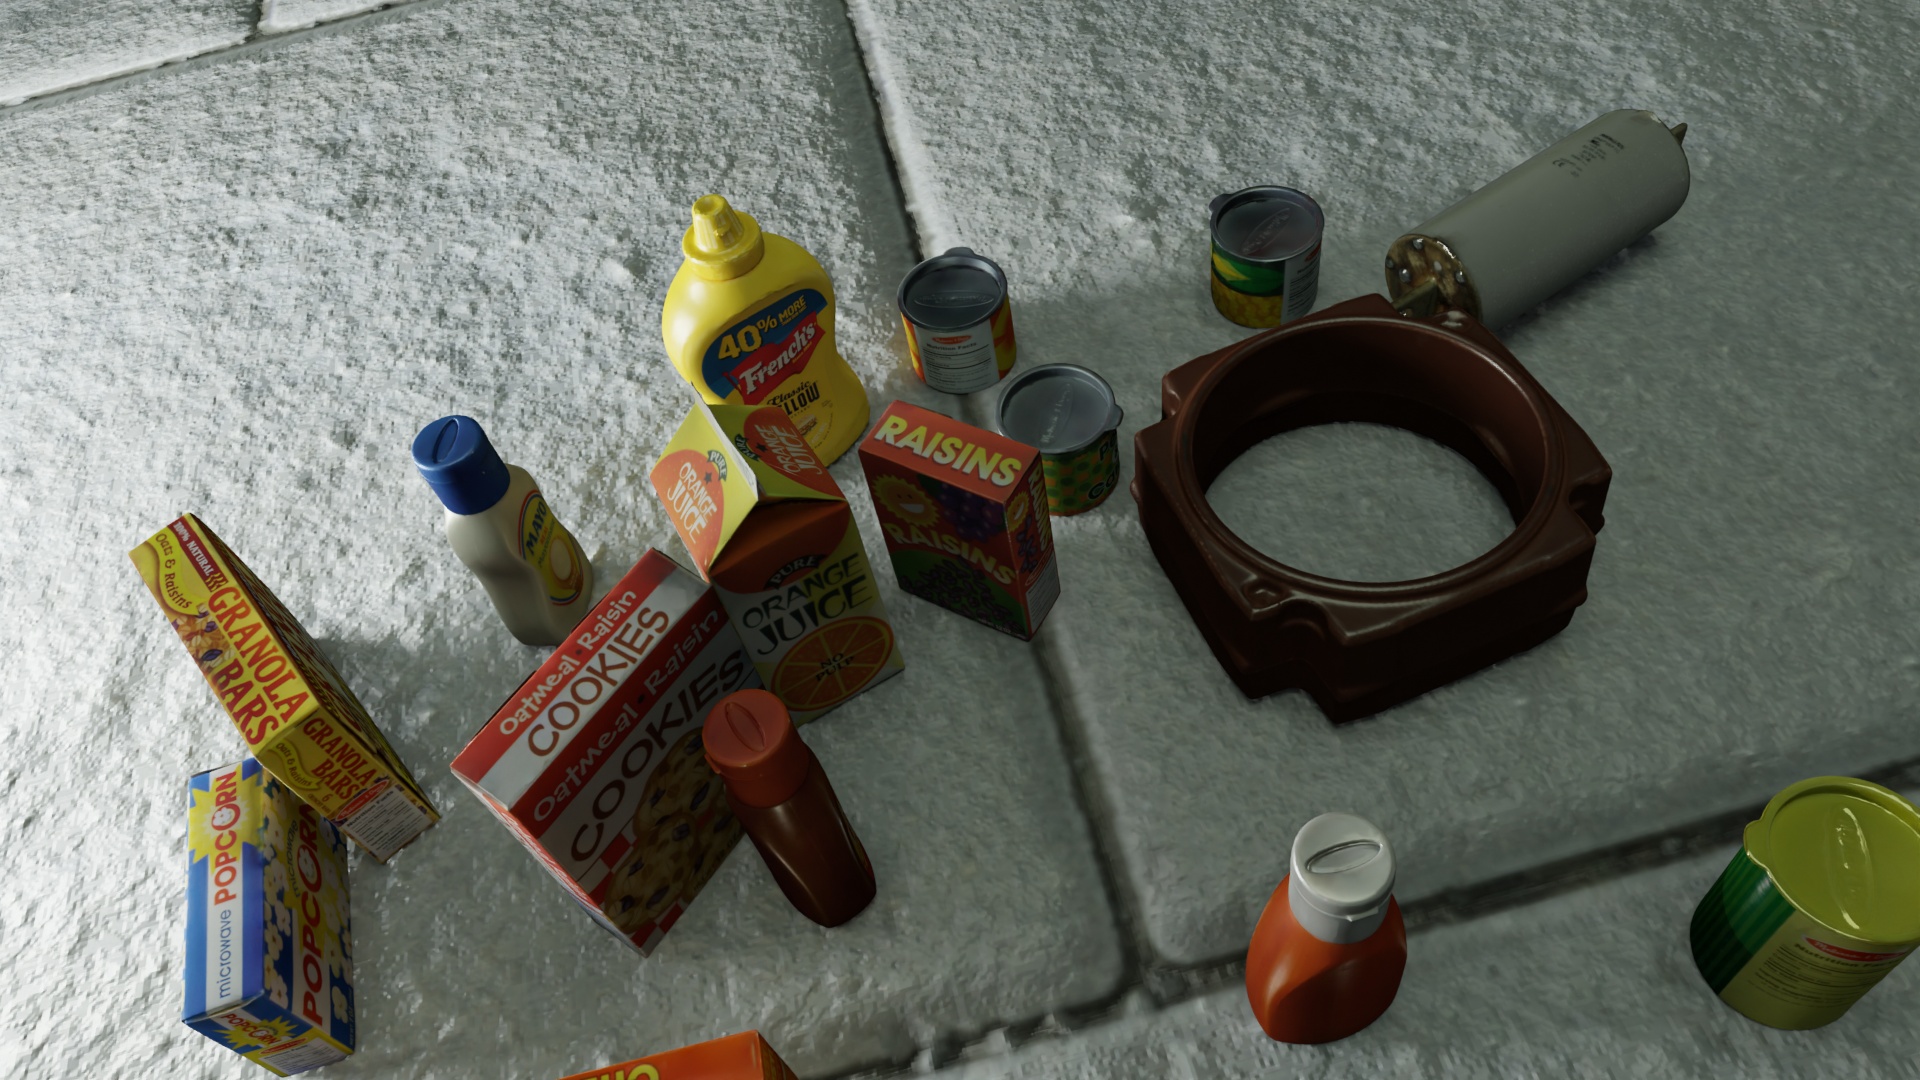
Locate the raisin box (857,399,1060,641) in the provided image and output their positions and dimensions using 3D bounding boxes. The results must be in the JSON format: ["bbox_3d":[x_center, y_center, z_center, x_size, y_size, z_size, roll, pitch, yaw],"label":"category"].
[{"bbox_3d":[0.003,-0.009,0.712,0.086,0.122,0.040,22,61,24],"label":"raisin box"}]

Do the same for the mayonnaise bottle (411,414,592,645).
[{"bbox_3d":[-0.241,-0.005,0.736,0.041,0.147,0.065,-1,54,9],"label":"mayonnaise bottle"}]

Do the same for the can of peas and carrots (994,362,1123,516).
[{"bbox_3d":[0.058,-0.056,0.778,0.071,0.058,0.071,-5,53,6],"label":"can of peas and carrots"}]

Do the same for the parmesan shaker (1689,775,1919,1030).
[{"bbox_3d":[0.336,0.146,0.553,0.071,0.102,0.071,-5,54,7],"label":"parmesan shaker"}]

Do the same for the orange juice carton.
[{"bbox_3d":[-0.090,0.007,0.673,0.073,0.191,0.072,-29,55,-11],"label":"orange juice carton"}]

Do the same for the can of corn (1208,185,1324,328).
[{"bbox_3d":[0.183,-0.172,0.842,0.071,0.058,0.071,-5,53,6],"label":"can of corn"}]

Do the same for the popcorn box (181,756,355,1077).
[{"bbox_3d":[-0.325,0.177,0.655,0.038,0.084,0.127,-19,53,-4],"label":"popcorn box"}]

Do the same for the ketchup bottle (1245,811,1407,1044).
[{"bbox_3d":[0.147,0.156,0.550,0.065,0.148,0.044,-17,53,-2],"label":"ketchup bottle"}]

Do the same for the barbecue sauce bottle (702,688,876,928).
[{"bbox_3d":[-0.077,0.118,0.617,0.044,0.147,0.065,-34,56,-14],"label":"barbecue sauce bottle"}]

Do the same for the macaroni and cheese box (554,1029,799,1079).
[{"bbox_3d":[-0.111,0.241,0.520,0.124,0.165,0.040,-14,53,0],"label":"macaroni and cheese box"}]

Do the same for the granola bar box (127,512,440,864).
[{"bbox_3d":[-0.344,0.075,0.710,0.039,0.123,0.166,-39,57,-18],"label":"granola bar box"}]

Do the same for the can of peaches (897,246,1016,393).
[{"bbox_3d":[0.000,-0.133,0.845,0.071,0.057,0.071,-5,53,6],"label":"can of peaches"}]

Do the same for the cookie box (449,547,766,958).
[{"bbox_3d":[-0.143,0.100,0.629,0.040,0.166,0.123,25,62,25],"label":"cookie box"}]
